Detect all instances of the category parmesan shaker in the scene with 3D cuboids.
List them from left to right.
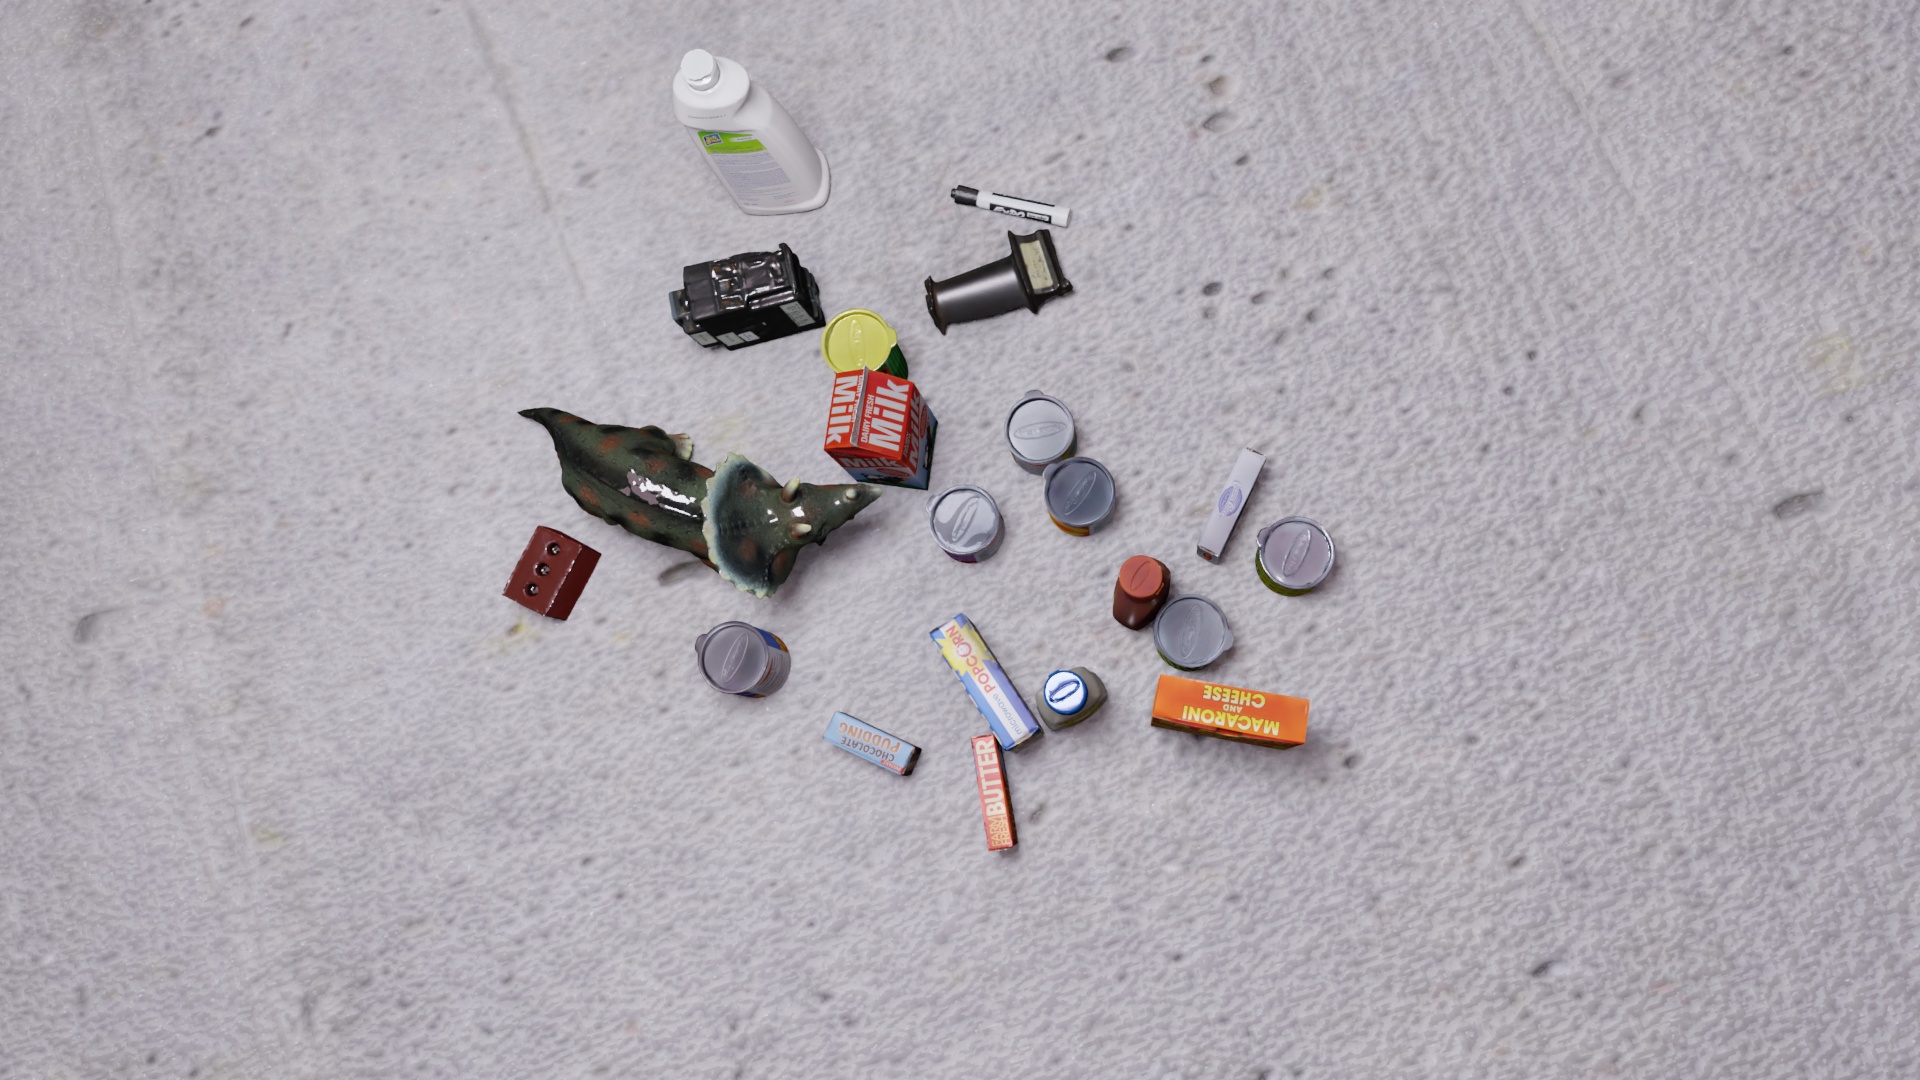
[{"bbox_3d":[-0.086,-0.173,1.320,0.071,0.103,0.071,-1,80,7],"label":"parmesan shaker"}]

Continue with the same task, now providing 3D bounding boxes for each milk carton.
[{"bbox_3d":[-0.073,-0.100,1.260,0.073,0.190,0.072,7,81,9],"label":"milk carton"}]

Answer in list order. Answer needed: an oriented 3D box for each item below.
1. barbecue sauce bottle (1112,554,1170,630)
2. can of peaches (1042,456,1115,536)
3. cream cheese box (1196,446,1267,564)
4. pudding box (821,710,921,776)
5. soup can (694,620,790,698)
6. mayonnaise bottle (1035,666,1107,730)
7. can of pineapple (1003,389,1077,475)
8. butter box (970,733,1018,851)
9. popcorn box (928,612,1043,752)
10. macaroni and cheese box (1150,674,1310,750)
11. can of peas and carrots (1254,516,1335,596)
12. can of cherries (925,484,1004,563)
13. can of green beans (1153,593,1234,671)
[{"bbox_3d":[0.160,0.042,1.226,0.044,0.148,0.065,32,86,11],"label":"barbecue sauce bottle"},{"bbox_3d":[0.110,-0.041,1.294,0.071,0.058,0.071,-1,80,7],"label":"can of peaches"},{"bbox_3d":[0.248,-0.031,1.276,0.024,0.053,0.104,25,84,11],"label":"cream cheese box"},{"bbox_3d":[-0.081,0.187,1.281,0.084,0.049,0.030,23,84,11],"label":"pudding box"},{"bbox_3d":[-0.202,0.111,1.293,0.071,0.083,0.071,-1,80,7],"label":"soup can"},{"bbox_3d":[0.095,0.137,1.217,0.065,0.148,0.041,-32,78,1],"label":"mayonnaise bottle"},{"bbox_3d":[0.076,-0.100,1.309,0.071,0.058,0.071,-1,80,7],"label":"can of pineapple"},{"bbox_3d":[0.031,0.227,1.257,0.024,0.053,0.103,-11,79,6],"label":"butter box"},{"bbox_3d":[0.025,0.130,1.259,0.038,0.085,0.127,-34,78,1],"label":"popcorn box"},{"bbox_3d":[0.227,0.149,1.188,0.124,0.166,0.040,9,82,9],"label":"macaroni and cheese box"},{"bbox_3d":[0.300,0.015,1.259,0.071,0.058,0.071,-1,80,7],"label":"can of peas and carrots"},{"bbox_3d":[0.005,-0.016,1.302,0.071,0.058,0.071,-1,80,7],"label":"can of cherries"},{"bbox_3d":[0.208,0.084,1.258,0.071,0.057,0.071,-1,80,7],"label":"can of green beans"}]
